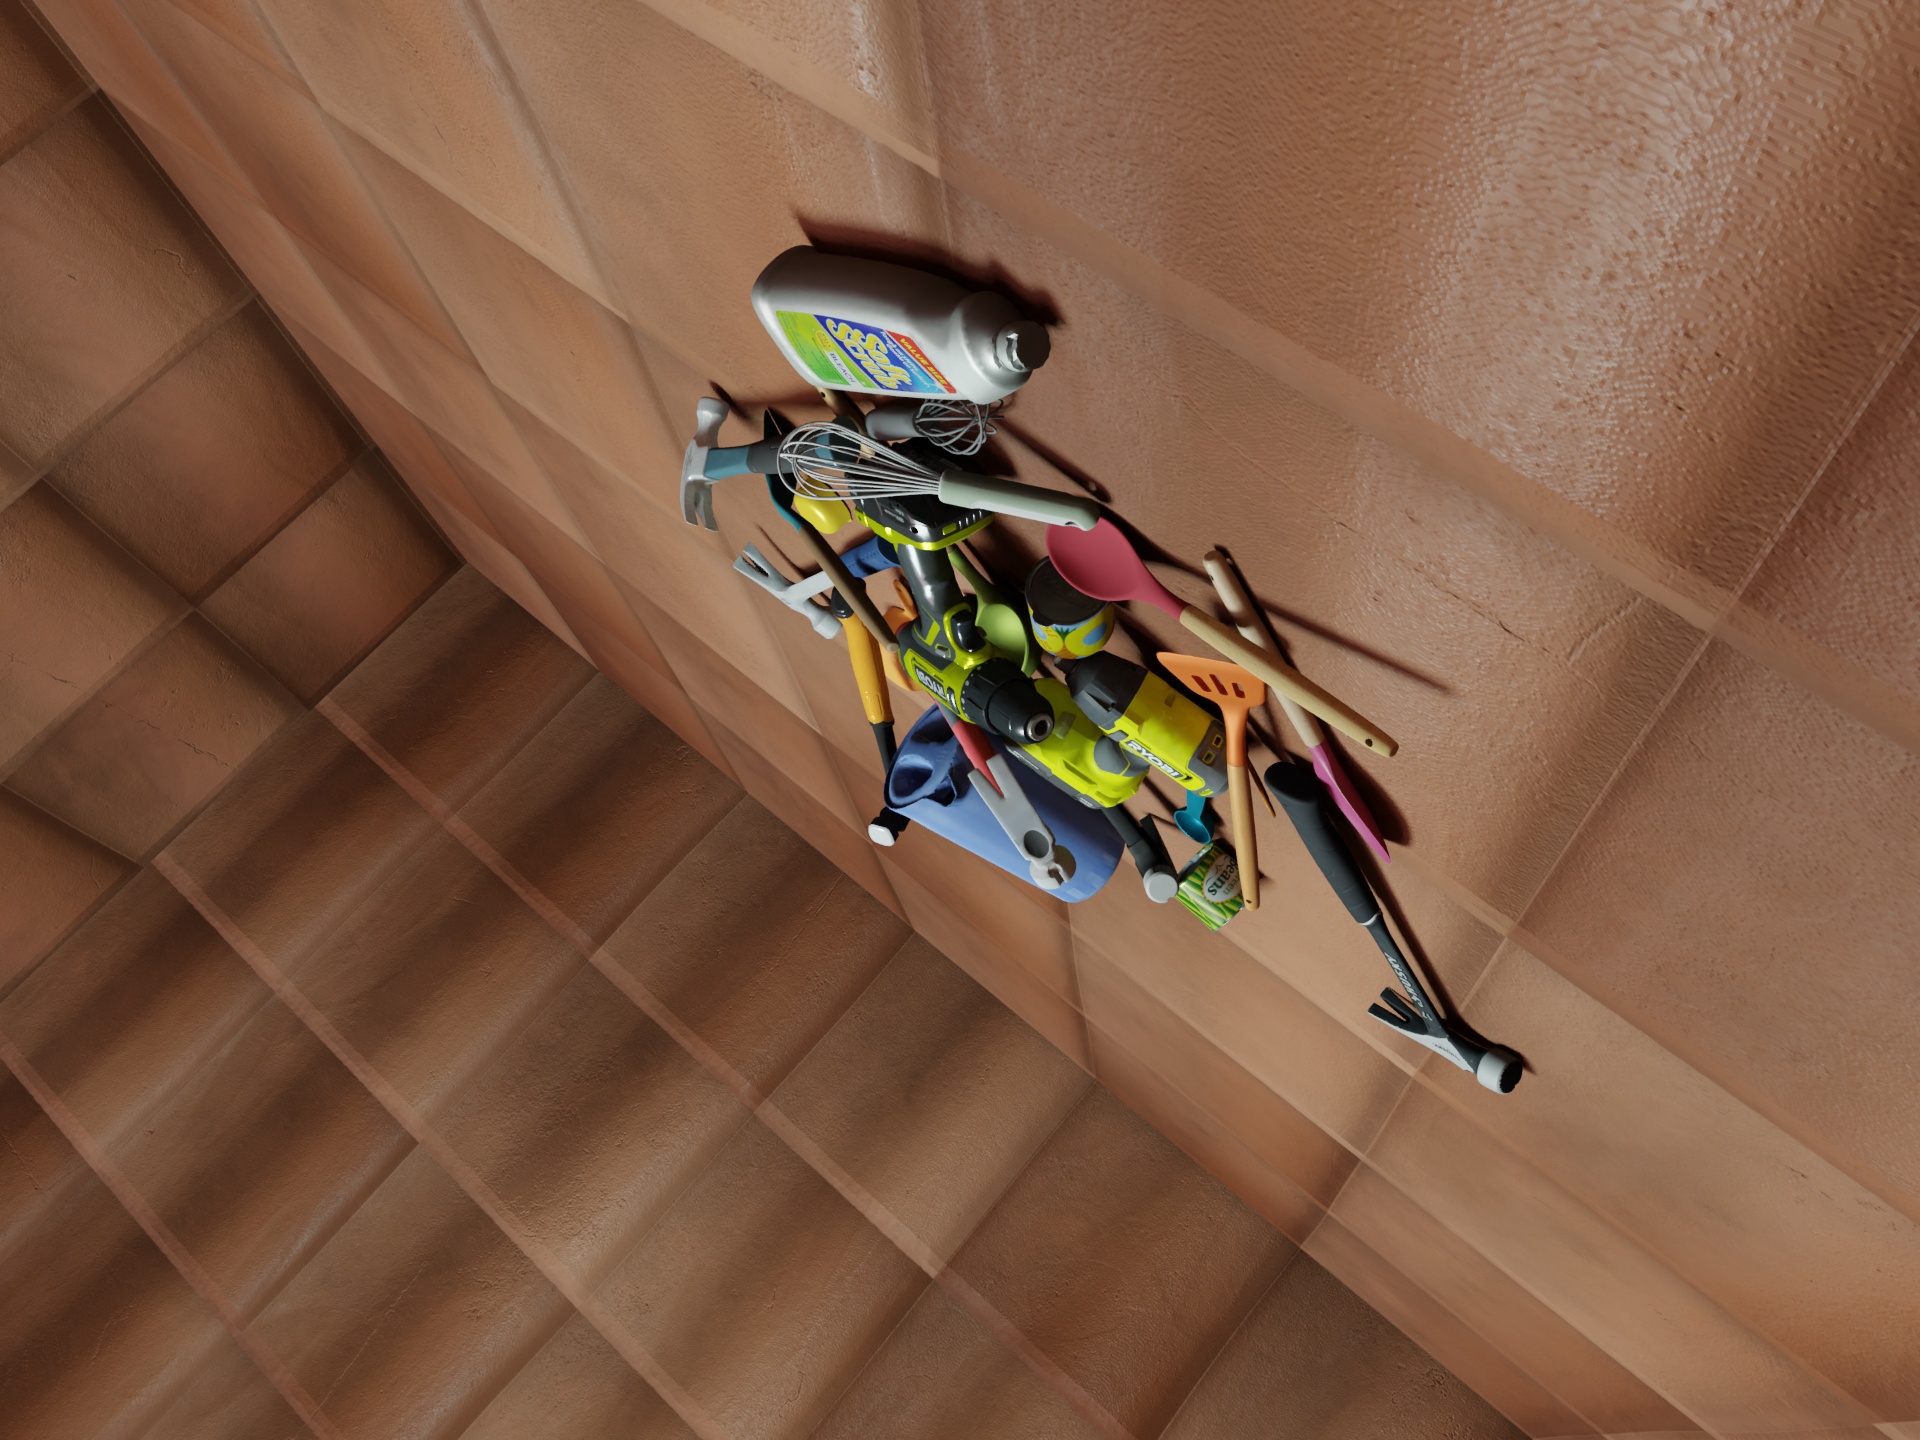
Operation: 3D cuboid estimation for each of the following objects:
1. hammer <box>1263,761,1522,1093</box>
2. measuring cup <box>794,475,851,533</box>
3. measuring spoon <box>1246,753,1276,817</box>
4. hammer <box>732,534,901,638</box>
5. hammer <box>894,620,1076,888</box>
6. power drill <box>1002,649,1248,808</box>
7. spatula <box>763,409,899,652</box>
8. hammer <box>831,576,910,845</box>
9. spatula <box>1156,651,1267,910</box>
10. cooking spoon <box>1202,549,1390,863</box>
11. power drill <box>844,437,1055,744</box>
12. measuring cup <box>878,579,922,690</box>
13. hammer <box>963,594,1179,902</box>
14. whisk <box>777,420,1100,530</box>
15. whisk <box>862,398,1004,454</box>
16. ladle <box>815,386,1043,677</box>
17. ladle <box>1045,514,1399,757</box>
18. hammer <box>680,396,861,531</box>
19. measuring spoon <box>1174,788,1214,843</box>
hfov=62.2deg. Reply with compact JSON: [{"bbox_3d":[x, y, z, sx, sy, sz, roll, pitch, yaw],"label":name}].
[{"bbox_3d":[0.348,0.172,1.341,0.149,0.036,0.408,25,158,52],"label":"hammer"},{"bbox_3d":[-0.151,-0.202,1.593,0.062,0.029,0.156,45,164,-9],"label":"measuring cup"},{"bbox_3d":[0.226,0.026,1.244,0.116,0.011,0.021,62,-170,-17],"label":"measuring spoon"},{"bbox_3d":[-0.133,-0.155,1.647,0.144,0.035,0.405,36,166,-15],"label":"hammer"},{"bbox_3d":[-0.002,-0.005,1.443,0.143,0.038,0.387,56,-178,-35],"label":"hammer"},{"bbox_3d":[0.124,0.005,1.348,0.171,0.080,0.223,34,164,-9],"label":"power drill"},{"bbox_3d":[-0.117,-0.161,1.402,0.318,0.044,0.082,54,172,41],"label":"spatula"},{"bbox_3d":[-0.081,-0.021,1.636,0.034,0.127,0.336,14,141,22],"label":"hammer"},{"bbox_3d":[0.211,0.053,1.226,0.081,0.041,0.322,12,141,25],"label":"spatula"},{"bbox_3d":[0.245,-0.003,1.143,0.318,0.017,0.069,53,-178,-34],"label":"cooking spoon"},{"bbox_3d":[-0.003,-0.096,1.266,0.191,0.080,0.228,38,151,51],"label":"power drill"},{"bbox_3d":[-0.065,-0.088,1.649,0.095,0.052,0.173,37,167,20],"label":"measuring cup"},{"bbox_3d":[0.097,0.020,1.510,0.334,0.035,0.146,52,-171,-12],"label":"hammer"},{"bbox_3d":[-0.019,-0.170,1.147,0.246,0.059,0.057,14,176,14],"label":"whisk"},{"bbox_3d":[-0.028,-0.225,1.183,0.055,0.055,0.239,48,169,-22],"label":"whisk"},{"bbox_3d":[-0.031,-0.159,1.360,0.078,0.062,0.320,-6,128,53],"label":"ladle"},{"bbox_3d":[0.172,-0.061,1.084,0.316,0.031,0.069,39,141,37],"label":"ladle"},{"bbox_3d":[-0.174,-0.234,1.403,0.033,0.128,0.331,14,178,-31],"label":"hammer"},{"bbox_3d":[0.219,0.069,1.444,0.042,0.021,0.128,35,155,24],"label":"measuring spoon"}]
